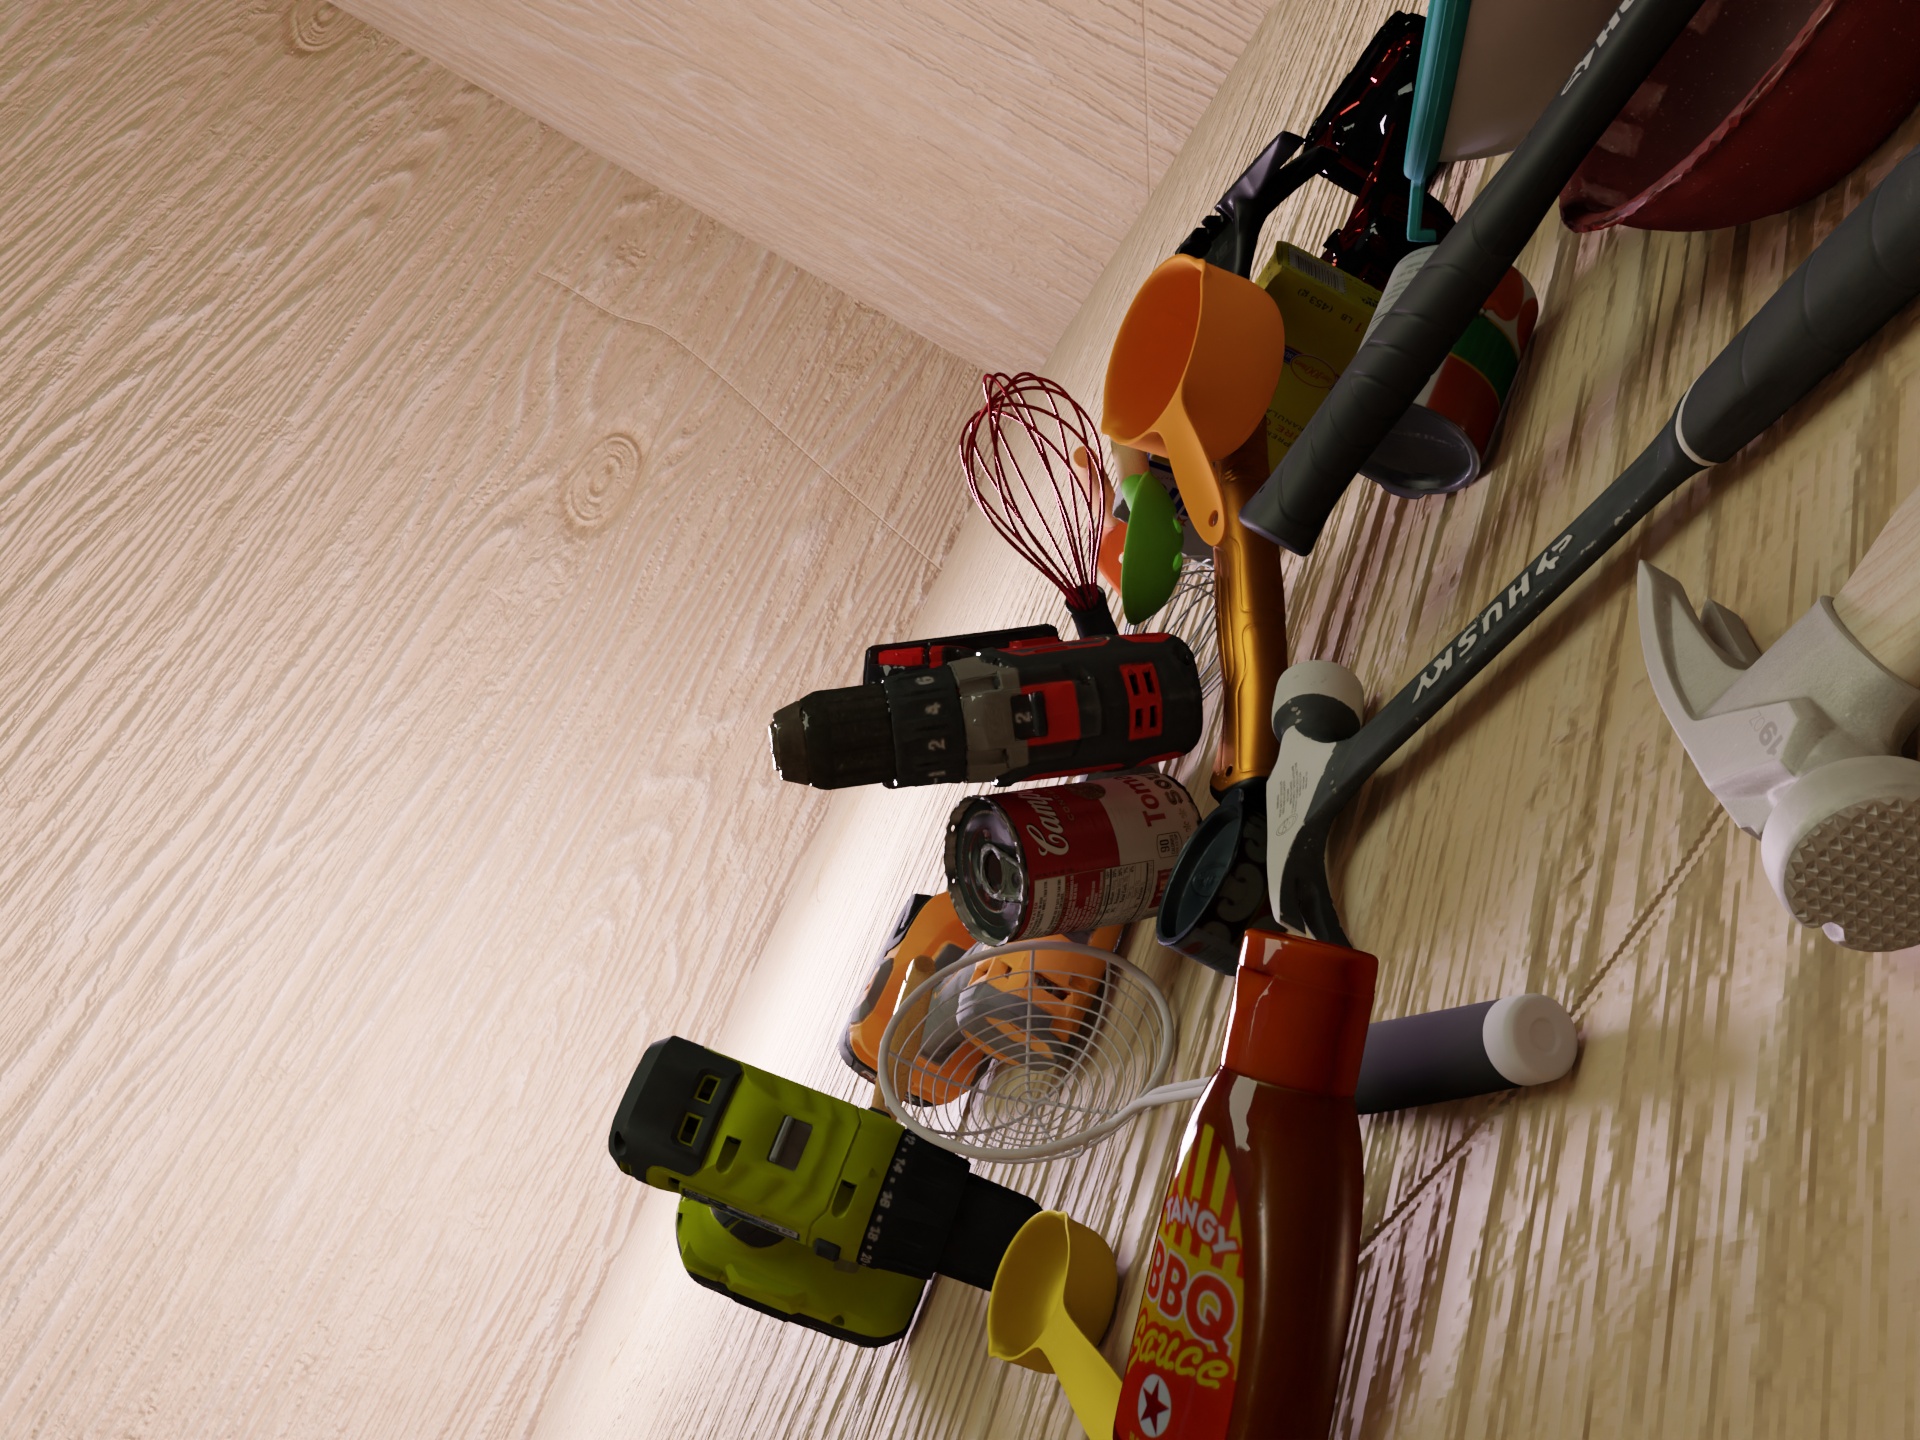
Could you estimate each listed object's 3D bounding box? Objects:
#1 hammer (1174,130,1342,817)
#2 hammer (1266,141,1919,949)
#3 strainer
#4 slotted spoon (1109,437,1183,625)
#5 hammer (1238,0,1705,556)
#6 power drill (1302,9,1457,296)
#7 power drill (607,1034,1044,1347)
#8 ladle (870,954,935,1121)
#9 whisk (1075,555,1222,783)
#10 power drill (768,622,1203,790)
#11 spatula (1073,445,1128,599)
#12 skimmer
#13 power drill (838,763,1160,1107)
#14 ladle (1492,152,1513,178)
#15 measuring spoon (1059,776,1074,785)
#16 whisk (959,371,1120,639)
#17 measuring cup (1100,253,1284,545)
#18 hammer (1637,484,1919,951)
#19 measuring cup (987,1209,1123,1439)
[{"bbox_3d":[0.136,-0.114,0.739,0.127,0.034,0.337,137,142,-54],"label":"hammer"},{"bbox_3d":[0.209,-0.074,0.475,0.408,0.036,0.149,-55,11,44],"label":"hammer"},{"bbox_3d":[0.232,-0.345,0.567,0.340,0.095,0.211,76,-154,-65],"label":"strainer"},{"bbox_3d":[0.091,-0.134,0.840,0.314,0.031,0.070,-86,-5,-62],"label":"slotted spoon"},{"bbox_3d":[0.194,-0.186,0.544,0.334,0.035,0.146,-58,9,38],"label":"hammer"},{"bbox_3d":[0.241,-0.296,0.933,0.143,0.078,0.220,-52,15,57],"label":"power drill"},{"bbox_3d":[-0.059,0.232,0.746,0.228,0.190,0.080,101,-170,-62],"label":"power drill"},{"bbox_3d":[-0.038,0.205,0.853,0.315,0.031,0.069,103,173,-53],"label":"ladle"},{"bbox_3d":[0.089,0.018,0.910,0.070,0.070,0.284,-72,7,-54],"label":"whisk"},{"bbox_3d":[-0.001,-0.002,0.771,0.227,0.188,0.080,-170,73,-81],"label":"power drill"},{"bbox_3d":[0.103,-0.133,1.026,0.081,0.041,0.322,-63,-10,2],"label":"spatula"},{"bbox_3d":[0.070,0.104,0.562,0.127,0.090,0.363,-29,-5,-25],"label":"skimmer"},{"bbox_3d":[0.027,0.116,0.885,0.185,0.084,0.226,-63,11,-30],"label":"power drill"},{"bbox_3d":[0.304,-0.328,0.676,0.320,0.062,0.078,127,162,-64],"label":"ladle"},{"bbox_3d":[0.069,0.059,1.062,0.034,0.018,0.124,-78,10,-65],"label":"measuring spoon"},{"bbox_3d":[0.064,-0.079,0.871,0.073,0.073,0.295,-66,-31,-27],"label":"whisk"},{"bbox_3d":[0.112,-0.129,0.691,0.174,0.052,0.095,-99,30,-42],"label":"measuring cup"},{"bbox_3d":[0.274,-0.143,0.276,0.410,0.038,0.146,-58,7,28],"label":"hammer"},{"bbox_3d":[0.050,0.226,0.554,0.062,0.029,0.157,-62,19,1],"label":"measuring cup"}]
